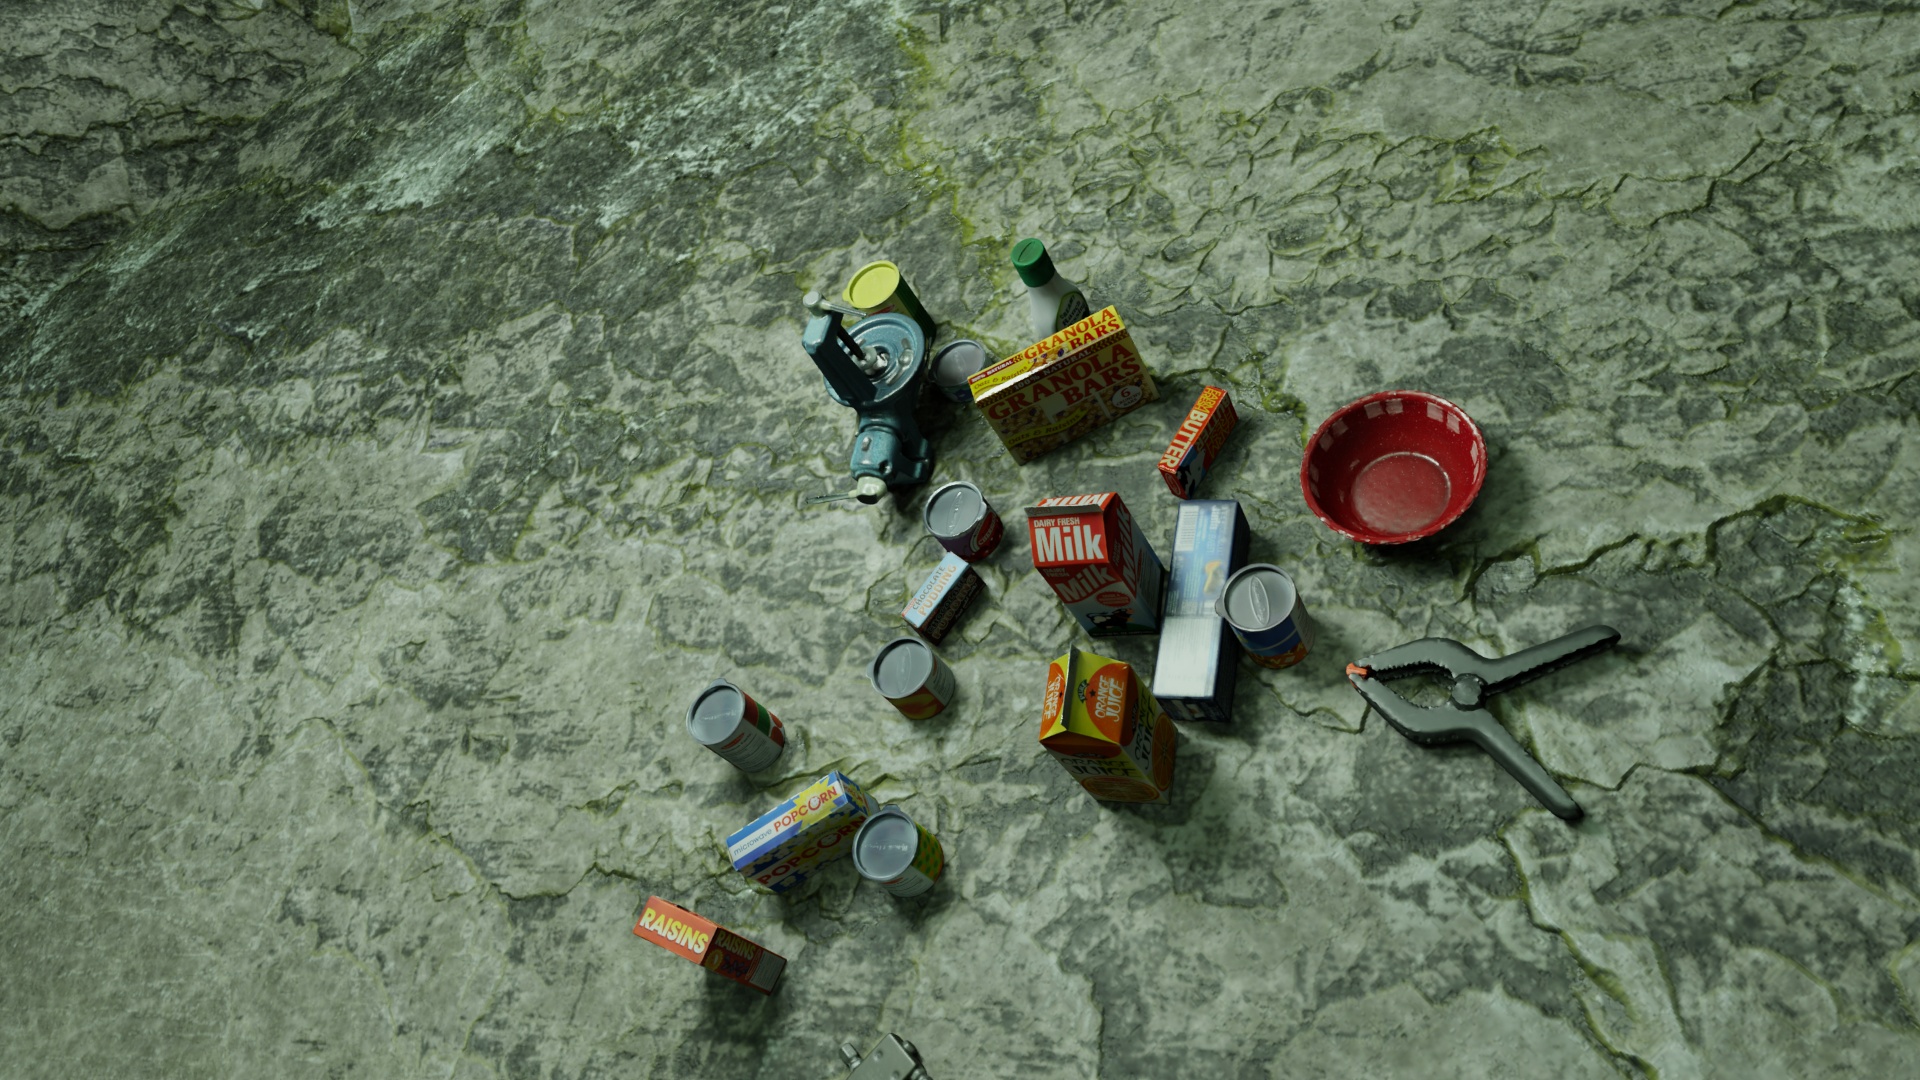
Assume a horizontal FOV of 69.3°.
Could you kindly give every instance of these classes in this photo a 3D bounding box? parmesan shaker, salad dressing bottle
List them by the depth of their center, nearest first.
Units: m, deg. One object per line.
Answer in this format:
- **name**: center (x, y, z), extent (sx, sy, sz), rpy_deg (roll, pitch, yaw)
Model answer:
- **salad dressing bottle**: center (0.095, -0.260, 1.472), extent (0.044, 0.147, 0.064), rpy_deg (26, 75, 36)
- **parmesan shaker**: center (-0.080, -0.261, 1.588), extent (0.071, 0.102, 0.071), rpy_deg (-12, 57, 20)

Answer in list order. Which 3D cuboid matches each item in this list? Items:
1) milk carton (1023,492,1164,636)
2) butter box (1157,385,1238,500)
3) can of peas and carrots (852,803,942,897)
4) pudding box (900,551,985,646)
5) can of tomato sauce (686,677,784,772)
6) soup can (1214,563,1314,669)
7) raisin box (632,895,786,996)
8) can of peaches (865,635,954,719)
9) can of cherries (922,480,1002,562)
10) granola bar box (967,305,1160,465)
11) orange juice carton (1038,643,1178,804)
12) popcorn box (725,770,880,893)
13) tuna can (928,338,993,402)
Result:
- **milk carton**: center (0.123, 0.015, 1.263), extent (0.072, 0.190, 0.074), rpy_deg (-4, 60, 25)
- **butter box**: center (0.234, -0.096, 1.364), extent (0.024, 0.053, 0.104), rpy_deg (23, 73, 35)
- **can of peas and carrots**: center (-0.057, 0.284, 1.271), extent (0.071, 0.058, 0.071), rpy_deg (-12, 57, 20)
- **pudding box**: center (-0.017, 0.058, 1.395), extent (0.030, 0.049, 0.084), rpy_deg (31, 78, 37)
- **can of tomato sauce**: center (-0.225, 0.187, 1.398), extent (0.071, 0.083, 0.071), rpy_deg (-12, 57, 20)
- **soup can**: center (0.269, 0.068, 1.226), extent (0.071, 0.083, 0.071), rpy_deg (-12, 57, 20)
- **raisin box**: center (-0.226, 0.368, 1.262), extent (0.086, 0.123, 0.040), rpy_deg (14, 68, 32)
- **can of peaches**: center (-0.048, 0.135, 1.359), extent (0.071, 0.058, 0.071), rpy_deg (-12, 57, 20)
- **can of cherries**: center (0.005, -0.018, 1.425), extent (0.071, 0.058, 0.072), rpy_deg (-12, 57, 20)
- **granola bar box**: center (0.106, -0.157, 1.418), extent (0.165, 0.124, 0.039), rpy_deg (-26, 53, 10)
- **orange juice carton**: center (0.121, 0.158, 1.175), extent (0.073, 0.192, 0.072), rpy_deg (-2, 61, 26)
- **popcorn box**: center (-0.144, 0.275, 1.303), extent (0.126, 0.085, 0.038), rpy_deg (-32, 52, 5)
- **tuna can**: center (0.000, -0.188, 1.548), extent (0.071, 0.032, 0.071), rpy_deg (-12, 57, 19)
